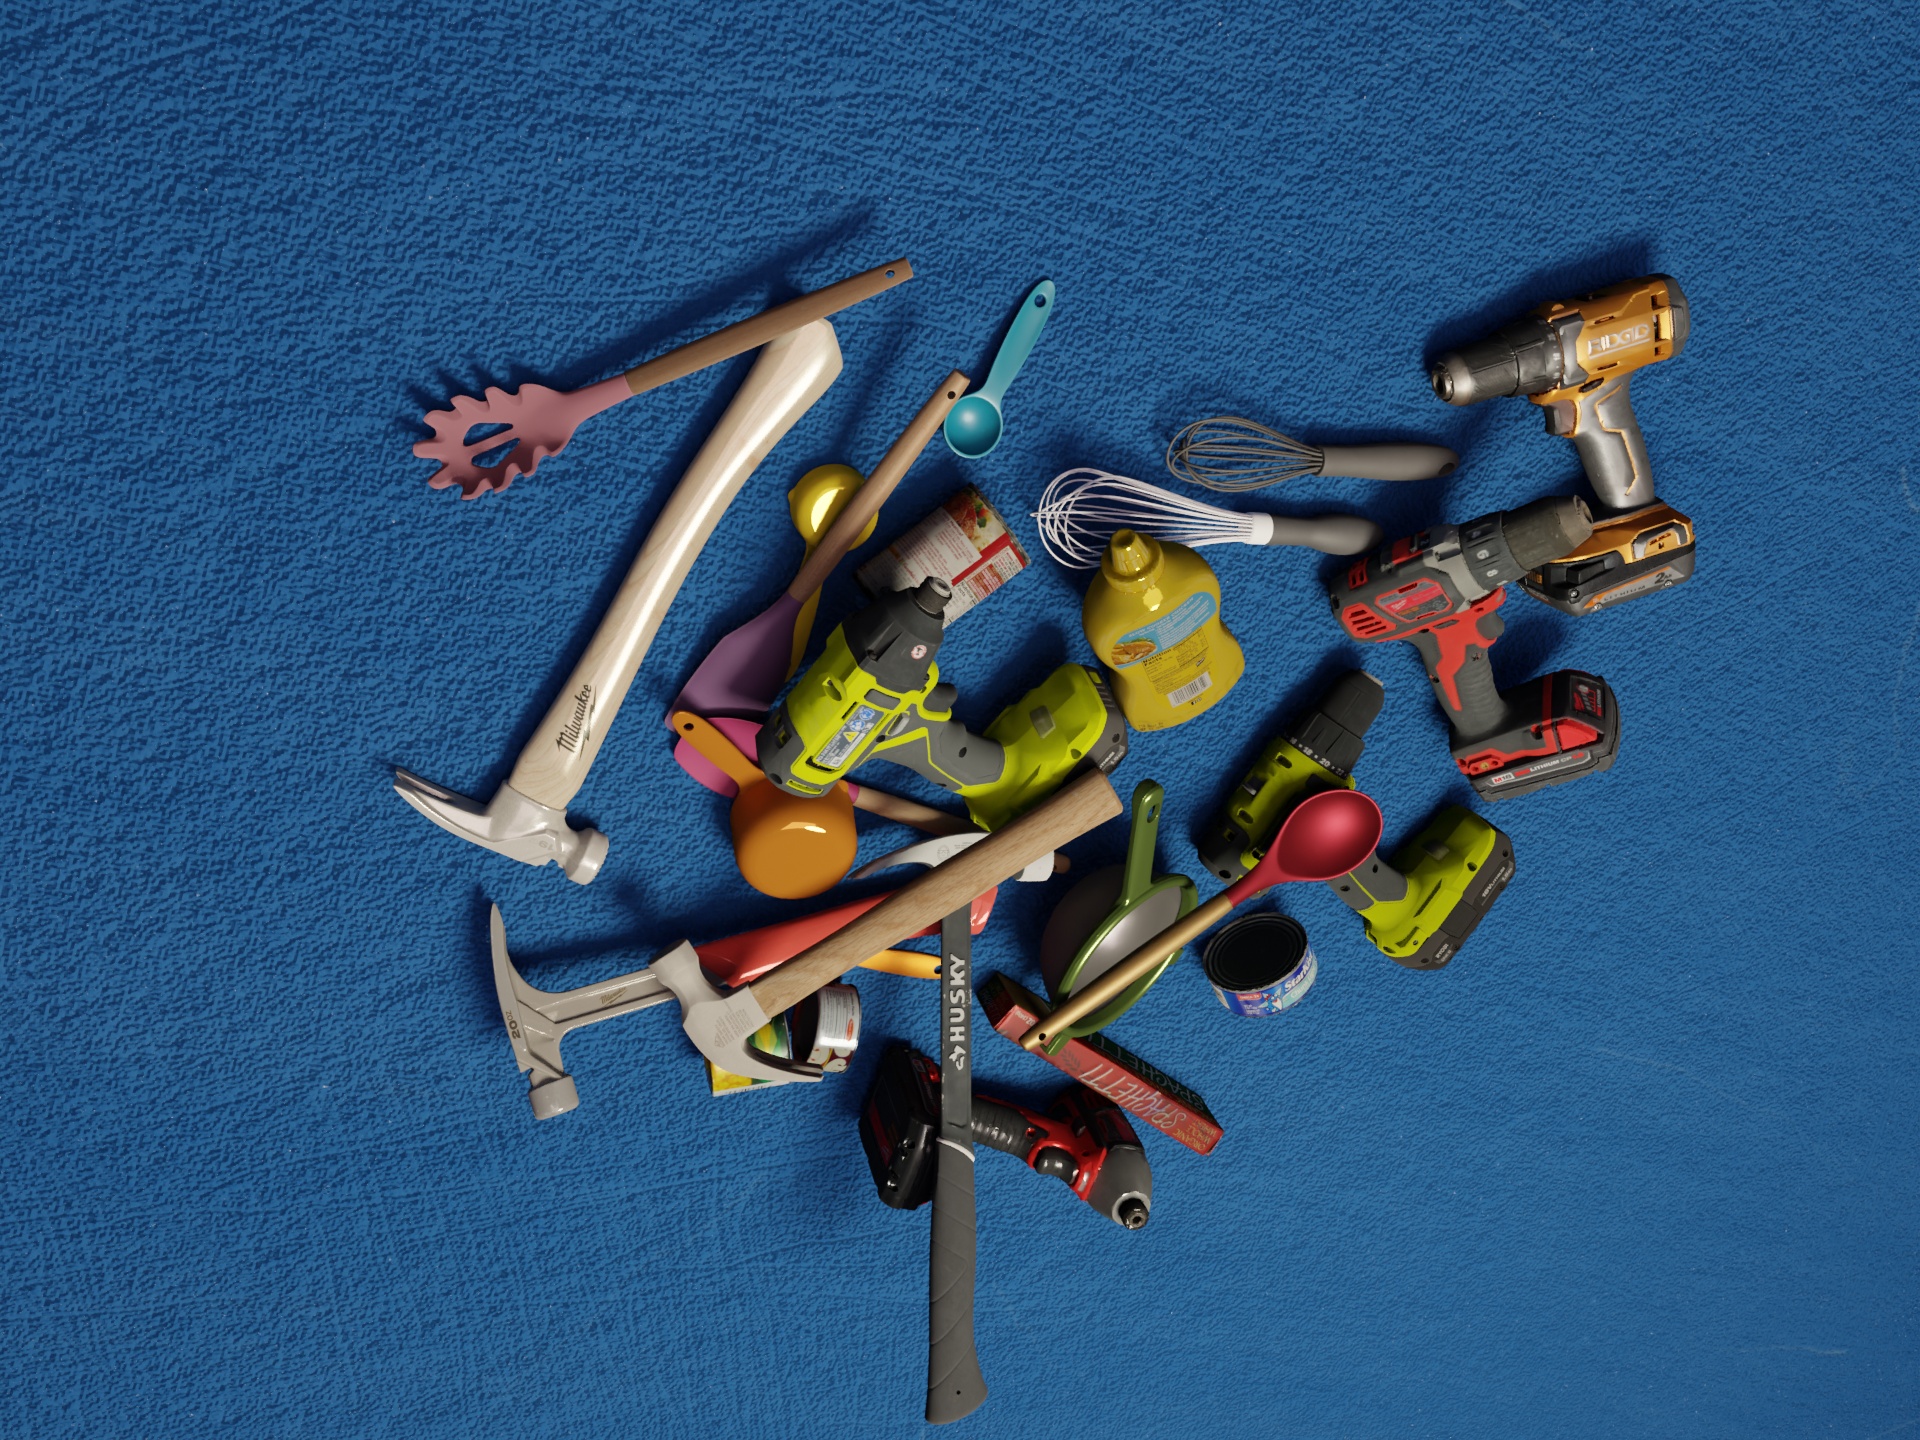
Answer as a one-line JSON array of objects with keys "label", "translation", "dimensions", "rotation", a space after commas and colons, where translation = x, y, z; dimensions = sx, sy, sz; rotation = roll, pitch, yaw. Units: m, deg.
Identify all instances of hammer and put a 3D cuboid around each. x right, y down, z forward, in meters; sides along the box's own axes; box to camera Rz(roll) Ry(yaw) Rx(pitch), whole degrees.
[{"label": "hammer", "translation": [-0.008, 0.283, 1.124], "dimensions": [0.149, 0.036, 0.409], "rotation": [2, 84, -18]}, {"label": "hammer", "translation": [-0.208, -0.089, 1.025], "dimensions": [0.146, 0.038, 0.410], "rotation": [28, 101, -24]}, {"label": "hammer", "translation": [-0.038, 0.133, 1.075], "dimensions": [0.331, 0.031, 0.130], "rotation": [-31, 97, 2]}, {"label": "hammer", "translation": [-0.145, 0.157, 1.132], "dimensions": [0.359, 0.036, 0.149], "rotation": [-14, 84, -19]}]

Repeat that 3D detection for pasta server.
[{"label": "pasta server", "translation": [-0.176, -0.214, 0.961], "dimensions": [0.316, 0.040, 0.060], "rotation": [-22, 102, 1]}]

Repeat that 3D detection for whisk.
[{"label": "whisk", "translation": [0.180, -0.137, 1.120], "dimensions": [0.284, 0.070, 0.070], "rotation": [1, 112, -24]}, {"label": "whisk", "translation": [0.254, -0.187, 1.126], "dimensions": [0.239, 0.055, 0.055], "rotation": [-2, 113, -22]}]

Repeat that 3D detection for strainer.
[{"label": "strainer", "translation": [0.107, 0.123, 1.163], "dimensions": [0.151, 0.069, 0.256], "rotation": [-31, 143, -30]}]

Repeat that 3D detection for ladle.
[{"label": "ladle", "translation": [0.173, 0.146, 1.151], "dimensions": [0.315, 0.031, 0.069], "rotation": [-33, 106, -11]}]

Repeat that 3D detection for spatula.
[{"label": "spatula", "translation": [-0.091, -0.099, 1.037], "dimensions": [0.059, 0.018, 0.316], "rotation": [27, 115, -29]}]

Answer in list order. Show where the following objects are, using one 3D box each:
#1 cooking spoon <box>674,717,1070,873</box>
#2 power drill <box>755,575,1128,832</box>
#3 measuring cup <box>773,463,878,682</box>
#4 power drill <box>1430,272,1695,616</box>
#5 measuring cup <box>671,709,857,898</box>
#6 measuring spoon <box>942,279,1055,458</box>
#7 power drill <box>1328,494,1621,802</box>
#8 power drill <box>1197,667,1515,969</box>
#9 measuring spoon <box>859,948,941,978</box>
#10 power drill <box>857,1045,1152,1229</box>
[{"label": "cooking spoon", "translation": [-0.054, 0.061, 1.146], "dimensions": [0.318, 0.017, 0.068], "rotation": [21, 123, -25]}, {"label": "power drill", "translation": [-0.002, -0.003, 1.058], "dimensions": [0.223, 0.080, 0.171], "rotation": [19, 123, -39]}, {"label": "measuring cup", "translation": [-0.097, -0.093, 1.060], "dimensions": [0.062, 0.029, 0.156], "rotation": [12, 107, -22]}, {"label": "power drill", "translation": [0.443, -0.195, 1.165], "dimensions": [0.185, 0.084, 0.226], "rotation": [-18, 113, -7]}, {"label": "measuring cup", "translation": [-0.137, 0.059, 1.079], "dimensions": [0.095, 0.052, 0.173], "rotation": [-32, 130, 14]}, {"label": "measuring spoon", "translation": [0.026, -0.234, 1.052], "dimensions": [0.042, 0.021, 0.128], "rotation": [27, 93, -26]}, {"label": "power drill", "translation": [0.402, -0.057, 1.162], "dimensions": [0.188, 0.080, 0.226], "rotation": [-23, 121, 36]}, {"label": "power drill", "translation": [0.320, 0.081, 1.244], "dimensions": [0.228, 0.080, 0.190], "rotation": [30, 99, -24]}, {"label": "measuring spoon", "translation": [-0.056, 0.183, 1.202], "dimensions": [0.116, 0.011, 0.021], "rotation": [12, 108, -22]}, {"label": "power drill", "translation": [0.043, 0.329, 1.223], "dimensions": [0.219, 0.143, 0.078], "rotation": [15, 107, -20]}]
